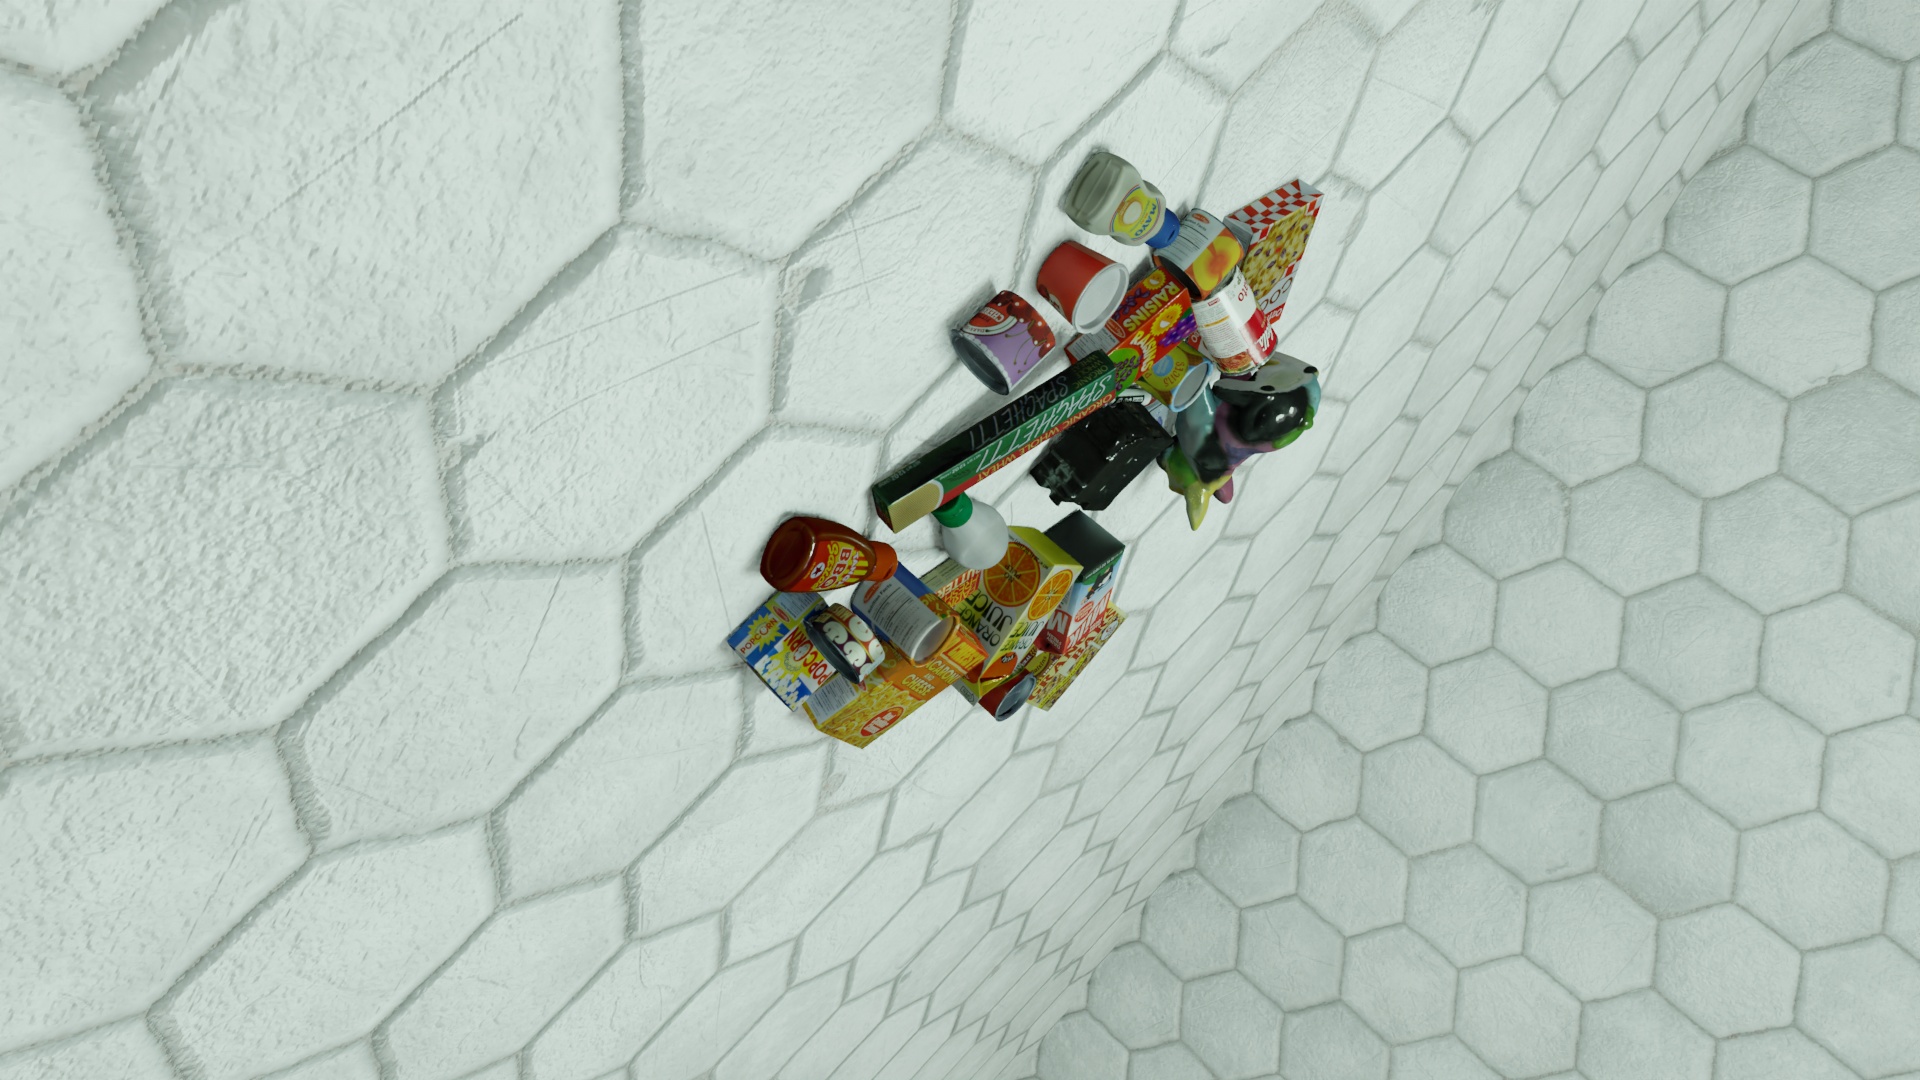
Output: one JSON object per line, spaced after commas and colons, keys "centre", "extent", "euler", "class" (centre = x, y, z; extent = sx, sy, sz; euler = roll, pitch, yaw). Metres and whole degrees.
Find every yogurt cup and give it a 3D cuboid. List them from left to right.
{"centre": [0.102, -0.219, 1.184], "extent": [0.072, 0.054, 0.072], "euler": [-38, 153, -23], "class": "yogurt cup"}

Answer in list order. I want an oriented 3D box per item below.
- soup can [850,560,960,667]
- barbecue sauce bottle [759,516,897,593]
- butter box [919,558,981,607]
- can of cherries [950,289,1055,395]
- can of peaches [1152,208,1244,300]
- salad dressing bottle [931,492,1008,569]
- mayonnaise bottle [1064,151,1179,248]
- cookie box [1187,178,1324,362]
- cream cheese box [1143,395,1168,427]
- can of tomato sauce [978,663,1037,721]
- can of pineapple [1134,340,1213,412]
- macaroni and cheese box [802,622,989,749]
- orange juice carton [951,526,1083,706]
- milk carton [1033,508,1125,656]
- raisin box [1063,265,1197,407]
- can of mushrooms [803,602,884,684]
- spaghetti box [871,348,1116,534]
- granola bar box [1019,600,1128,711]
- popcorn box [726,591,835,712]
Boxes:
{"centre": [-0.050, 0.069, 1.307], "extent": [0.071, 0.084, 0.071], "euler": [-39, 154, -23], "class": "soup can"}
{"centre": [-0.106, 0.015, 1.183], "extent": [0.064, 0.044, 0.148], "euler": [-57, 155, 13], "class": "barbecue sauce bottle"}
{"centre": [-0.022, 0.052, 1.400], "extent": [0.104, 0.024, 0.052], "euler": [-34, 152, -30], "class": "butter box"}
{"centre": [0.034, -0.164, 1.138], "extent": [0.058, 0.071, 0.071], "euler": [-44, 155, -11], "class": "can of cherries"}
{"centre": [0.223, -0.266, 1.302], "extent": [0.058, 0.071, 0.071], "euler": [-48, 155, -2], "class": "can of peaches"}
{"centre": [0.005, -0.017, 1.326], "extent": [0.064, 0.044, 0.147], "euler": [-46, 154, -3], "class": "salad dressing bottle"}
{"centre": [0.143, -0.281, 1.179], "extent": [0.148, 0.041, 0.064], "euler": [3, 122, -60], "class": "mayonnaise bottle"}
{"centre": [0.307, -0.282, 1.455], "extent": [0.123, 0.040, 0.166], "euler": [-33, 150, -32], "class": "cookie box"}
{"centre": [0.197, -0.117, 1.526], "extent": [0.053, 0.024, 0.103], "euler": [-33, 151, -31], "class": "cream cheese box"}
{"centre": [0.035, 0.151, 1.566], "extent": [0.071, 0.083, 0.070], "euler": [-38, 153, -23], "class": "can of tomato sauce"}
{"centre": [0.218, -0.175, 1.436], "extent": [0.071, 0.058, 0.070], "euler": [-38, 153, -23], "class": "can of pineapple"}
{"centre": [-0.064, 0.137, 1.394], "extent": [0.166, 0.040, 0.123], "euler": [-36, 156, 4], "class": "macaroni and cheese box"}
{"centre": [0.041, 0.083, 1.493], "extent": [0.192, 0.072, 0.073], "euler": [-57, 154, 16], "class": "orange juice carton"}
{"centre": [0.124, 0.061, 1.599], "extent": [0.072, 0.073, 0.189], "euler": [-34, 152, -31], "class": "milk carton"}
{"centre": [0.164, -0.194, 1.325], "extent": [0.123, 0.040, 0.086], "euler": [-40, 154, 1], "class": "raisin box"}
{"centre": [-0.099, 0.085, 1.178], "extent": [0.033, 0.071, 0.070], "euler": [-42, 155, -18], "class": "can of mushrooms"}
{"centre": [0.034, -0.090, 1.239], "extent": [0.251, 0.029, 0.050], "euler": [-32, 153, -13], "class": "spaghetti box"}
{"centre": [0.134, 0.136, 1.764], "extent": [0.165, 0.039, 0.124], "euler": [-50, 156, 2], "class": "granola bar box"}
{"centre": [-0.147, 0.093, 1.233], "extent": [0.085, 0.038, 0.126], "euler": [-44, 155, -11], "class": "popcorn box"}
